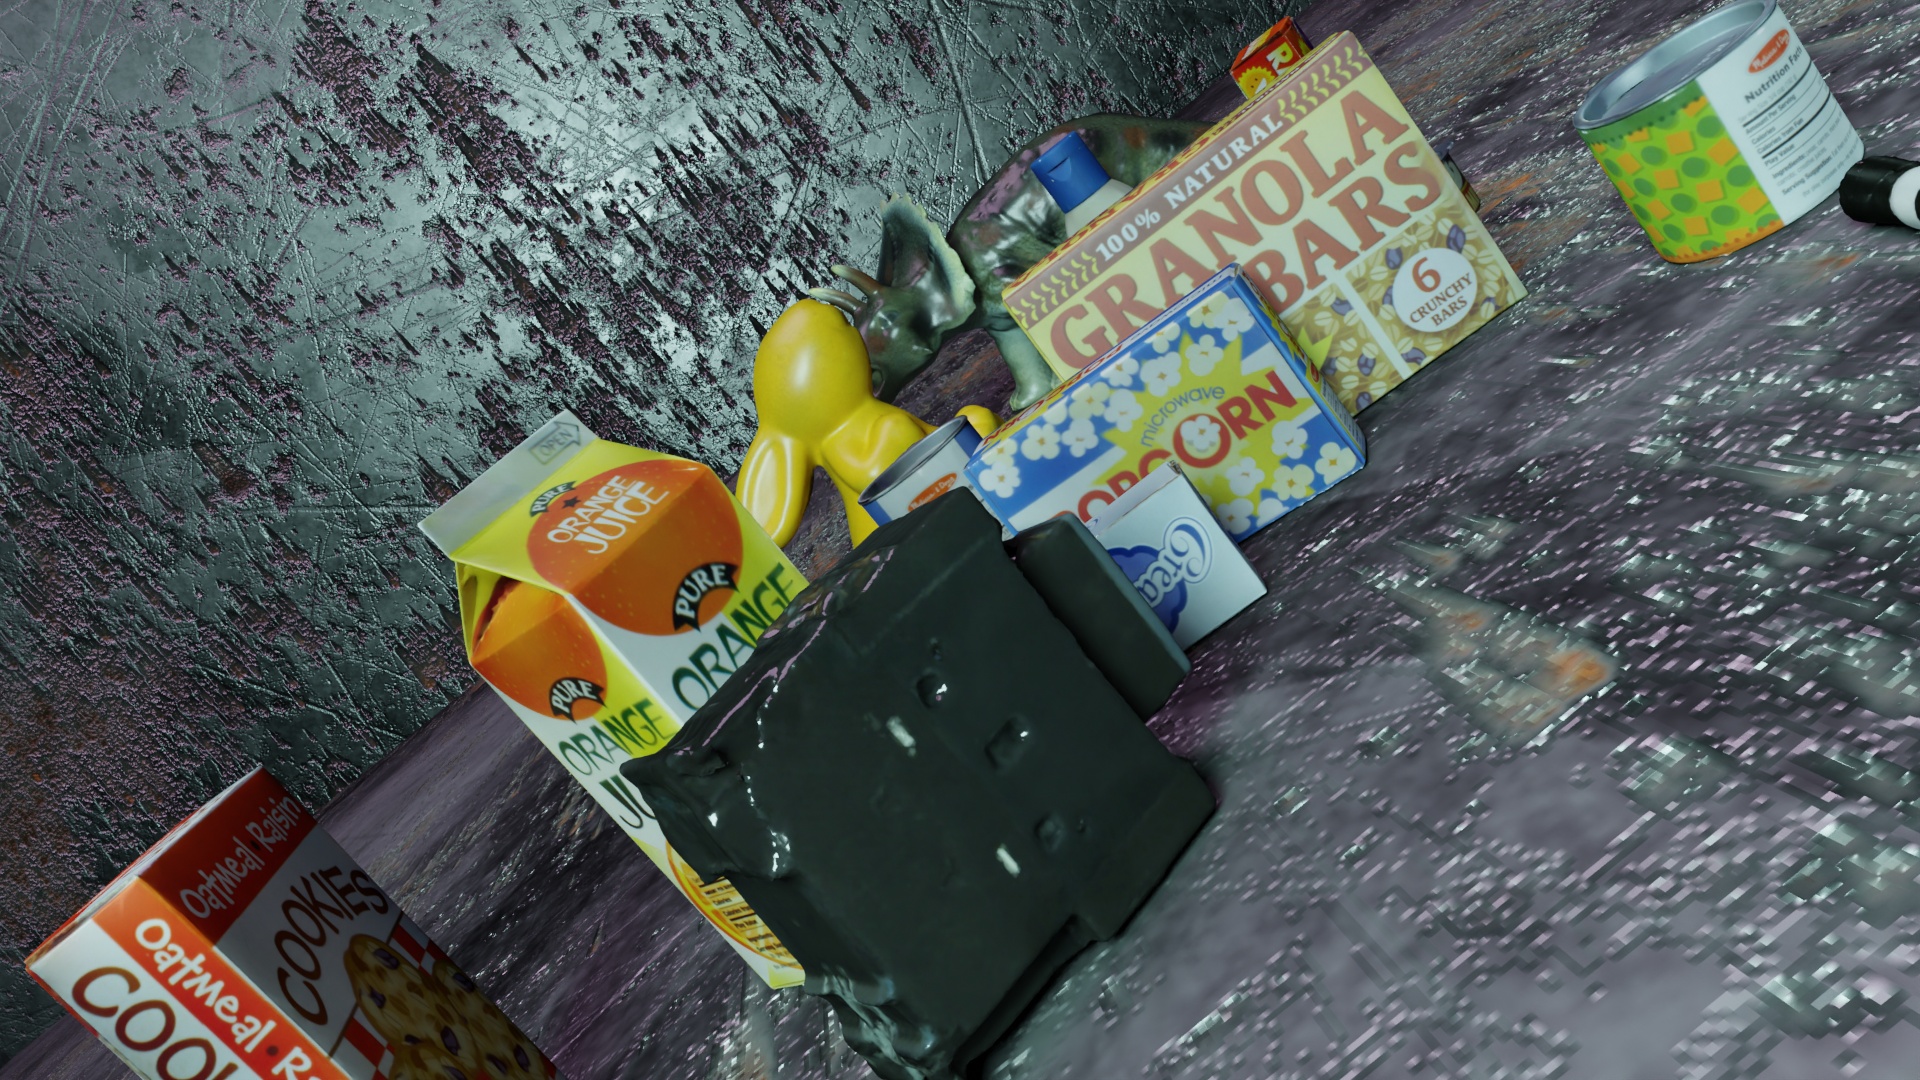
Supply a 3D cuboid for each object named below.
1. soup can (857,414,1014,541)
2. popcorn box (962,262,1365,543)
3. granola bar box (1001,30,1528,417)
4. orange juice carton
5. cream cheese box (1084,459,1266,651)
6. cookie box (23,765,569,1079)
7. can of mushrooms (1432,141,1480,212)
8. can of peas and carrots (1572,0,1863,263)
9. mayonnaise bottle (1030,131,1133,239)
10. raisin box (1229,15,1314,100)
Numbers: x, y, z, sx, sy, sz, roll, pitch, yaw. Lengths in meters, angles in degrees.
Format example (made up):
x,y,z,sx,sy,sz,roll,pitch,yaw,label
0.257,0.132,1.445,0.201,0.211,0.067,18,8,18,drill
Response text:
x,y,z,sx,sy,sz,roll,pitch,yaw,label
0.002,-0.008,0.666,0.071,0.083,0.071,-37,12,9,soup can
0.077,-0.034,0.531,0.126,0.085,0.038,-34,12,22,popcorn box
0.118,-0.099,0.555,0.165,0.124,0.039,-37,12,12,granola bar box
-0.084,0.048,0.448,0.072,0.192,0.072,-28,16,43,orange juice carton
0.048,0.025,0.478,0.103,0.053,0.024,-37,11,9,cream cheese box
-0.193,0.156,0.436,0.040,0.167,0.123,-41,11,-7,cookie box
0.226,-0.166,0.700,0.071,0.033,0.071,-37,12,9,can of mushrooms
0.245,-0.133,0.455,0.071,0.058,0.071,-37,12,9,can of peas and carrots
0.102,-0.188,0.879,0.064,0.148,0.041,-34,12,24,mayonnaise bottle
0.210,-0.241,0.810,0.040,0.123,0.086,-33,13,28,raisin box
